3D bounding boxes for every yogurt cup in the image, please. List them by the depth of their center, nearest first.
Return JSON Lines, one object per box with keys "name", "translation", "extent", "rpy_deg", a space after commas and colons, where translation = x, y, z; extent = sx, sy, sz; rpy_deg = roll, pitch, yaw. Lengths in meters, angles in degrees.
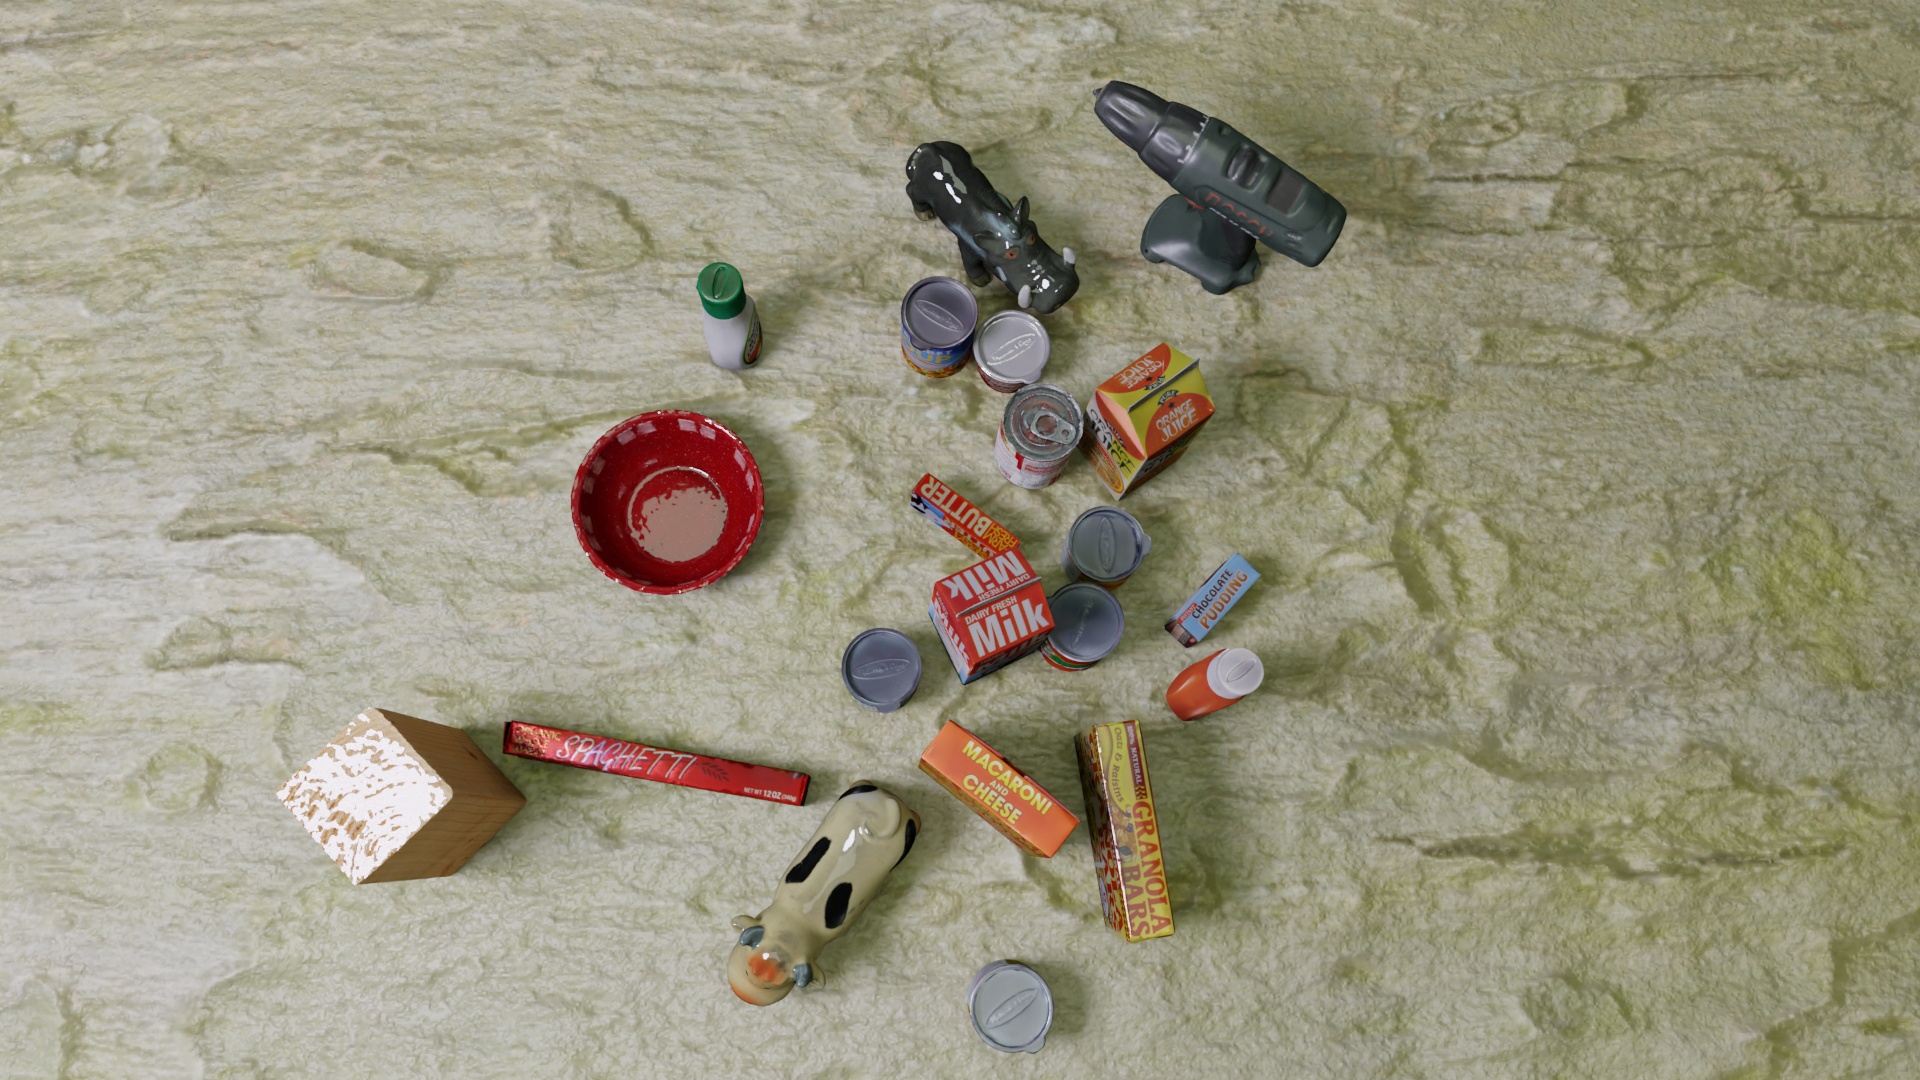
{"name": "yogurt cup", "translation": [0.044, -0.165, 1.238], "extent": [0.072, 0.054, 0.072], "rpy_deg": [1, 77, -3]}

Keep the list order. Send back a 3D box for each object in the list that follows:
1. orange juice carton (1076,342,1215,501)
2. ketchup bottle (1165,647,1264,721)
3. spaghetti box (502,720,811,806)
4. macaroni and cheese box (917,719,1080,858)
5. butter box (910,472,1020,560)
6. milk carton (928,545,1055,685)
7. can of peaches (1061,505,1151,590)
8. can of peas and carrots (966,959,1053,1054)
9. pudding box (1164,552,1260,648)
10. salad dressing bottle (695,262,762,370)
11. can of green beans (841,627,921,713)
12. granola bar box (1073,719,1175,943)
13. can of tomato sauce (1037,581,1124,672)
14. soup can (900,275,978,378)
{"name": "orange juice carton", "translation": [0.153, -0.101, 1.158], "extent": [0.072, 0.192, 0.073], "rpy_deg": [-34, 81, -9]}
{"name": "ketchup bottle", "translation": [0.211, 0.114, 1.134], "extent": [0.065, 0.148, 0.043], "rpy_deg": [-35, 82, -9]}
{"name": "spaghetti box", "translation": [-0.249, 0.184, 1.145], "extent": [0.250, 0.050, 0.029], "rpy_deg": [10, 77, -1]}
{"name": "macaroni and cheese box", "translation": [0.026, 0.197, 1.097], "extent": [0.124, 0.166, 0.040], "rpy_deg": [37, 79, 5]}
{"name": "butter box", "translation": [0.004, -0.015, 1.202], "extent": [0.103, 0.053, 0.024], "rpy_deg": [36, 78, 5]}
{"name": "milk carton", "translation": [0.024, 0.060, 1.116], "extent": [0.072, 0.190, 0.073], "rpy_deg": [-25, 80, -8]}
{"name": "can of peaches", "translation": [0.125, 0.009, 1.201], "extent": [0.071, 0.058, 0.071], "rpy_deg": [1, 77, -3]}
{"name": "can of peas and carrots", "translation": [0.041, 0.374, 1.113], "extent": [0.071, 0.058, 0.071], "rpy_deg": [1, 77, -3]}
{"name": "pudding box", "translation": [0.217, 0.052, 1.200], "extent": [0.030, 0.049, 0.084], "rpy_deg": [43, 79, 7]}
{"name": "salad dressing bottle", "translation": [-0.197, -0.191, 1.183], "extent": [0.044, 0.147, 0.064], "rpy_deg": [10, 77, -1]}
{"name": "can of green beans", "translation": [-0.066, 0.110, 1.168], "extent": [0.071, 0.057, 0.071], "rpy_deg": [1, 77, -3]}
{"name": "granola bar box", "translation": [0.130, 0.232, 1.116], "extent": [0.039, 0.124, 0.166], "rpy_deg": [-8, 78, -4]}
{"name": "can of tomato sauce", "translation": [0.097, 0.074, 1.171], "extent": [0.071, 0.083, 0.071], "rpy_deg": [1, 78, -3]}
{"name": "soup can", "translation": [-0.021, -0.184, 1.224], "extent": [0.071, 0.083, 0.071], "rpy_deg": [1, 78, -3]}
